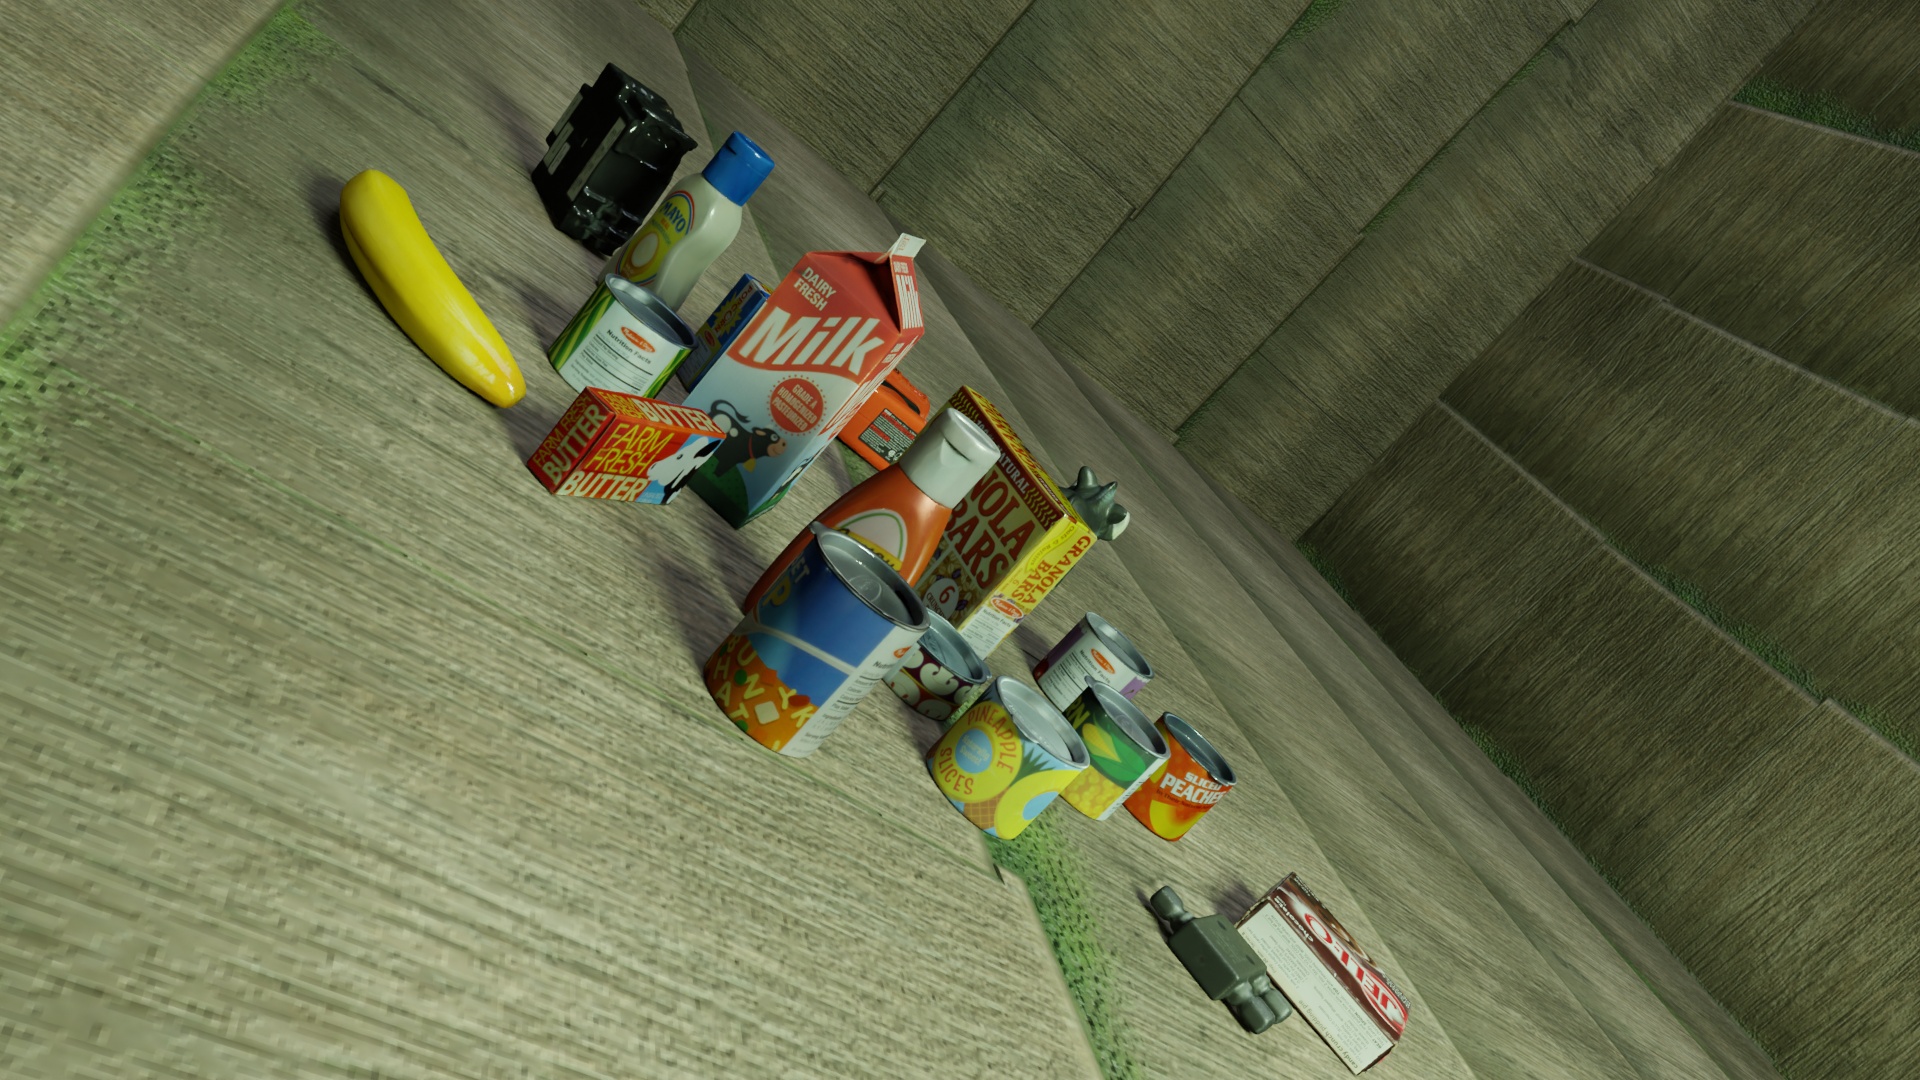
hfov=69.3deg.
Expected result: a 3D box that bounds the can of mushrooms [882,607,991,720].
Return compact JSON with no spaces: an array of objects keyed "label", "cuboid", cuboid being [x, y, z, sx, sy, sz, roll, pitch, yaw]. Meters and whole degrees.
[{"label":"can of mushrooms","cuboid":[-0.018,0.070,0.800,0.071,0.033,0.071,40,13,-11]}]

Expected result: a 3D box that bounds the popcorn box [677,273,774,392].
[{"label":"popcorn box","cuboid":[-0.128,-0.123,0.984,0.126,0.085,0.038,27,19,-49]}]

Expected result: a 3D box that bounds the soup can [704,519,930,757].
[{"label":"soup can","cuboid":[-0.067,0.045,0.629,0.071,0.083,0.071,40,13,-11]}]

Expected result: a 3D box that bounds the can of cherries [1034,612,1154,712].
[{"label":"can of cherries","cuboid":[0.096,0.095,0.997,0.071,0.058,0.072,40,13,-11]}]

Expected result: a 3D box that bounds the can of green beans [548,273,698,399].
[{"label":"can of green beans","cuboid":[-0.197,-0.113,0.813,0.071,0.057,0.071,40,13,-11]}]

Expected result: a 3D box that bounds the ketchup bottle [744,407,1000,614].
[{"label":"ketchup bottle","cuboid":[-0.041,-0.002,0.708,0.065,0.148,0.043,42,12,-3]}]

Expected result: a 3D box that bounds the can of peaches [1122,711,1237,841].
[{"label":"can of peaches","cuboid":[0.141,0.159,0.924,0.071,0.058,0.071,40,13,-11]}]

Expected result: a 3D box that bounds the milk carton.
[{"label":"milk carton","cuboid":[-0.088,-0.103,0.808,0.073,0.190,0.072,42,13,0]}]

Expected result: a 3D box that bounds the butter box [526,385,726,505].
[{"label":"butter box","cuboid":[-0.166,-0.046,0.700,0.024,0.053,0.103,46,13,16]}]

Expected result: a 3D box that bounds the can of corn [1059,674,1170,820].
[{"label":"can of corn","cuboid":[0.084,0.128,0.857,0.071,0.058,0.071,40,13,-11]}]

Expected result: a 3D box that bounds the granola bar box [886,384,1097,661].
[{"label":"granola bar box","cuboid":[0.003,-0.012,0.924,0.039,0.124,0.166,31,17,-40]}]

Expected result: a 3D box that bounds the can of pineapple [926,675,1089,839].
[{"label":"can of pineapple","cuboid":[0.024,0.114,0.729,0.071,0.057,0.071,40,13,-11]}]

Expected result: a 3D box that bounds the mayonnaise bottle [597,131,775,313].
[{"label":"mayonnaise bottle","cuboid":[-0.190,-0.217,0.970,0.065,0.148,0.041,50,15,32]}]
